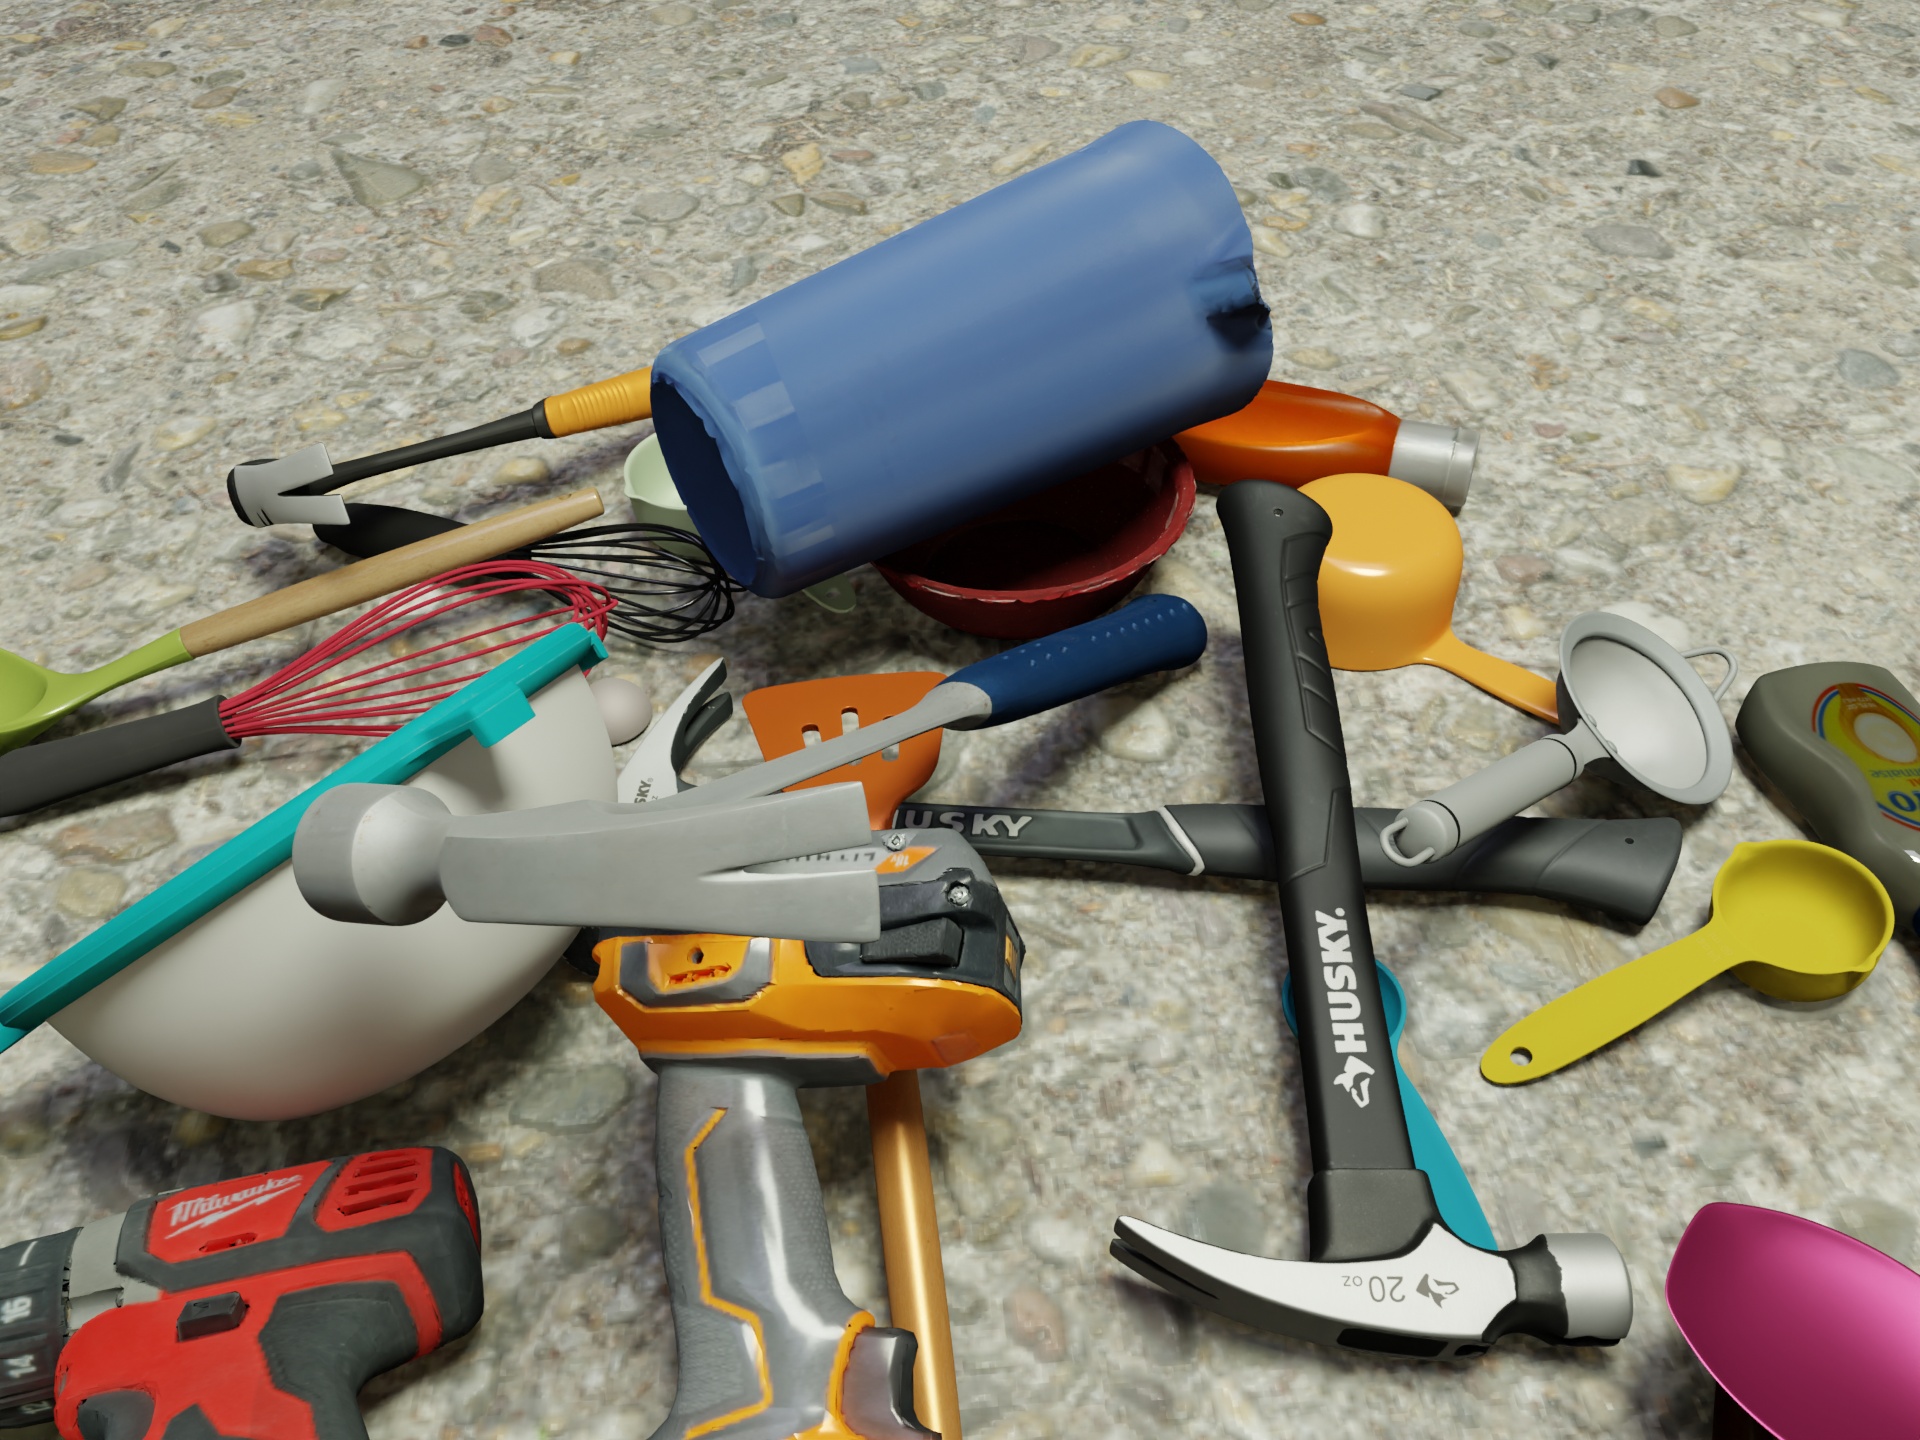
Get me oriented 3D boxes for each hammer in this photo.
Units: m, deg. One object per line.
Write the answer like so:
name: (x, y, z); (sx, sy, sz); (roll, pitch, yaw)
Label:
hammer: (0.118, 0.045, 0.553); (0.146, 0.035, 0.335); (0, 54, 0)
hammer: (-0.001, -0.002, 0.513); (0.144, 0.035, 0.405); (0, 11, 28)
hammer: (0.063, 0.042, 0.608); (0.409, 0.036, 0.149); (2, 43, 5)
hammer: (-0.176, -0.156, 0.781); (0.337, 0.034, 0.127); (-25, 19, -33)

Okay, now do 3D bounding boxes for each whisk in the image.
whisk: (-0.286, -0.005, 0.664); (0.296, 0.073, 0.073); (-17, 45, -5)
whisk: (-0.206, -0.077, 0.742); (0.239, 0.055, 0.055); (11, 46, 21)

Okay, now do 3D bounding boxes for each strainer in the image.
strainer: (0.215, 0.013, 0.573); (0.258, 0.050, 0.087); (-17, 69, -45)
strainer: (-0.241, 0.099, 0.523); (0.340, 0.095, 0.211); (-35, 10, 0)

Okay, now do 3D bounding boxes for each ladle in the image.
ladle: (-0.312, -0.052, 0.683); (0.320, 0.062, 0.078); (-20, 34, -5)

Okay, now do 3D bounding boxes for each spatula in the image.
spatula: (-0.023, 0.107, 0.519); (0.081, 0.041, 0.323); (-6, 58, -5)

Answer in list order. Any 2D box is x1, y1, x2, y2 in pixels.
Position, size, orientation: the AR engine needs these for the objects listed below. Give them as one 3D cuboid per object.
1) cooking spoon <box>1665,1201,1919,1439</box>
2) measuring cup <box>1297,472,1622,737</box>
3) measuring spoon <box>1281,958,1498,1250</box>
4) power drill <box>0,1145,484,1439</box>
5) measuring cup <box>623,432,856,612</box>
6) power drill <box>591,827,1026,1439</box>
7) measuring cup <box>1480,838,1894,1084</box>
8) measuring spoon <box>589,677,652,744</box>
cooking spoon: (0.317, 0.225, 0.375); (0.319, 0.017, 0.069); (34, 52, 20)
measuring cup: (0.206, -0.050, 0.680); (0.174, 0.052, 0.095); (33, 55, 33)
measuring spoon: (0.143, 0.134, 0.524); (0.042, 0.021, 0.129); (-14, 54, -9)
power drill: (-0.214, 0.203, 0.393); (0.188, 0.080, 0.227); (-9, 27, -14)
measuring cup: (-0.096, -0.085, 0.748); (0.083, 0.038, 0.168); (-28, 51, -23)
power drill: (-0.031, 0.147, 0.429); (0.164, 0.084, 0.227); (-3, 64, 10)
measuring cup: (0.250, 0.094, 0.556); (0.156, 0.029, 0.062); (-26, 47, -6)
measuring spoon: (-0.182, 0.016, 0.660); (0.124, 0.018, 0.034); (-36, 53, -28)
